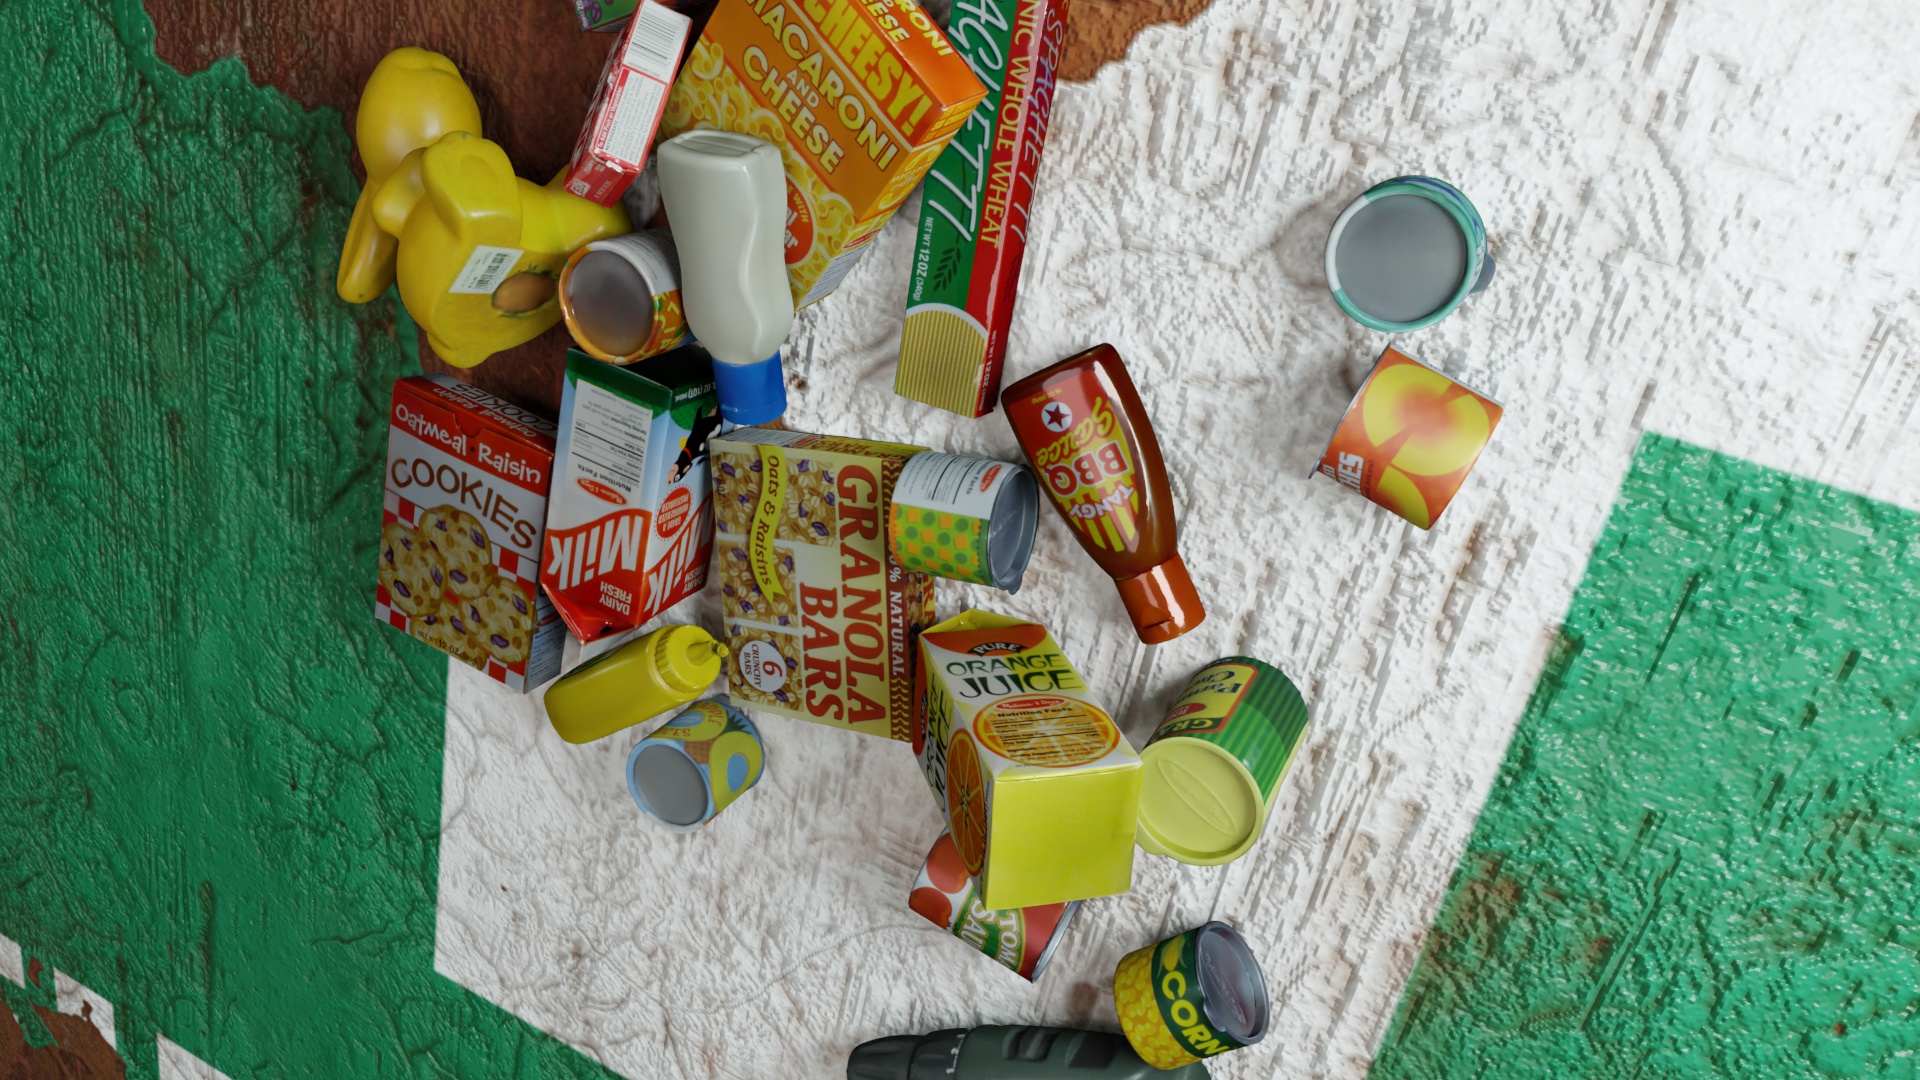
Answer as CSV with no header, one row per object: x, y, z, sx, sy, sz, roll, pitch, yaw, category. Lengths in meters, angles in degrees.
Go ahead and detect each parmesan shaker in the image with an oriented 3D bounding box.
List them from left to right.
0.126,0.107,0.686,0.071,0.103,0.071,9,111,23,parmesan shaker

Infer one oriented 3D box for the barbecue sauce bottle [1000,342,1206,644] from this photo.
0.078,-0.021,0.699,0.064,0.044,0.148,-21,98,29,barbecue sauce bottle

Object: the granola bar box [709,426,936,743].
-0.076,0.023,0.791,0.124,0.039,0.165,8,111,24,granola bar box

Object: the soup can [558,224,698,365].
-0.166,-0.133,0.753,0.071,0.084,0.071,9,112,23,soup can

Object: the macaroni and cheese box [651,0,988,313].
-0.076,-0.209,0.683,0.123,0.040,0.165,51,138,1,macaroni and cheese box

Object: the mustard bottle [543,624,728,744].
-0.189,0.082,0.843,0.159,0.065,0.049,-24,95,39,mustard bottle

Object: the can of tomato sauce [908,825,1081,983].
0.021,0.203,0.791,0.083,0.071,0.071,27,118,15,can of tomato sauce

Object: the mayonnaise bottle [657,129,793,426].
-0.114,-0.131,0.708,0.065,0.041,0.147,19,130,27,mayonnaise bottle

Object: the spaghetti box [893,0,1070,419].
0.011,-0.184,0.681,0.050,0.029,0.248,19,115,19,spaghetti box

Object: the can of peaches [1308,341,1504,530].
0.198,-0.044,0.618,0.058,0.071,0.071,31,119,12,can of peaches

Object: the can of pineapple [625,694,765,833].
-0.165,0.139,0.865,0.071,0.058,0.070,9,112,23,can of pineapple

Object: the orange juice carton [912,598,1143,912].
0.022,0.099,0.707,0.073,0.193,0.071,-3,112,-15,orange juice carton

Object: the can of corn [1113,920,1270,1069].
0.125,0.250,0.757,0.058,0.071,0.071,-32,92,32,can of corn

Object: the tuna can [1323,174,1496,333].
0.197,-0.125,0.610,0.071,0.033,0.070,9,112,23,tuna can

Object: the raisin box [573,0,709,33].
-0.146,-0.316,0.704,0.123,0.040,0.086,-7,104,29,raisin box

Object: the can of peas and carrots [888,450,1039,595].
0.003,-0.009,0.727,0.059,0.071,0.070,10,112,23,can of peas and carrots

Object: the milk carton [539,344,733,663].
-0.190,-0.020,0.812,0.073,0.072,0.189,23,115,17,milk carton

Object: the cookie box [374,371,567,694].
-0.297,-0.005,0.857,0.123,0.040,0.166,23,116,17,cookie box
